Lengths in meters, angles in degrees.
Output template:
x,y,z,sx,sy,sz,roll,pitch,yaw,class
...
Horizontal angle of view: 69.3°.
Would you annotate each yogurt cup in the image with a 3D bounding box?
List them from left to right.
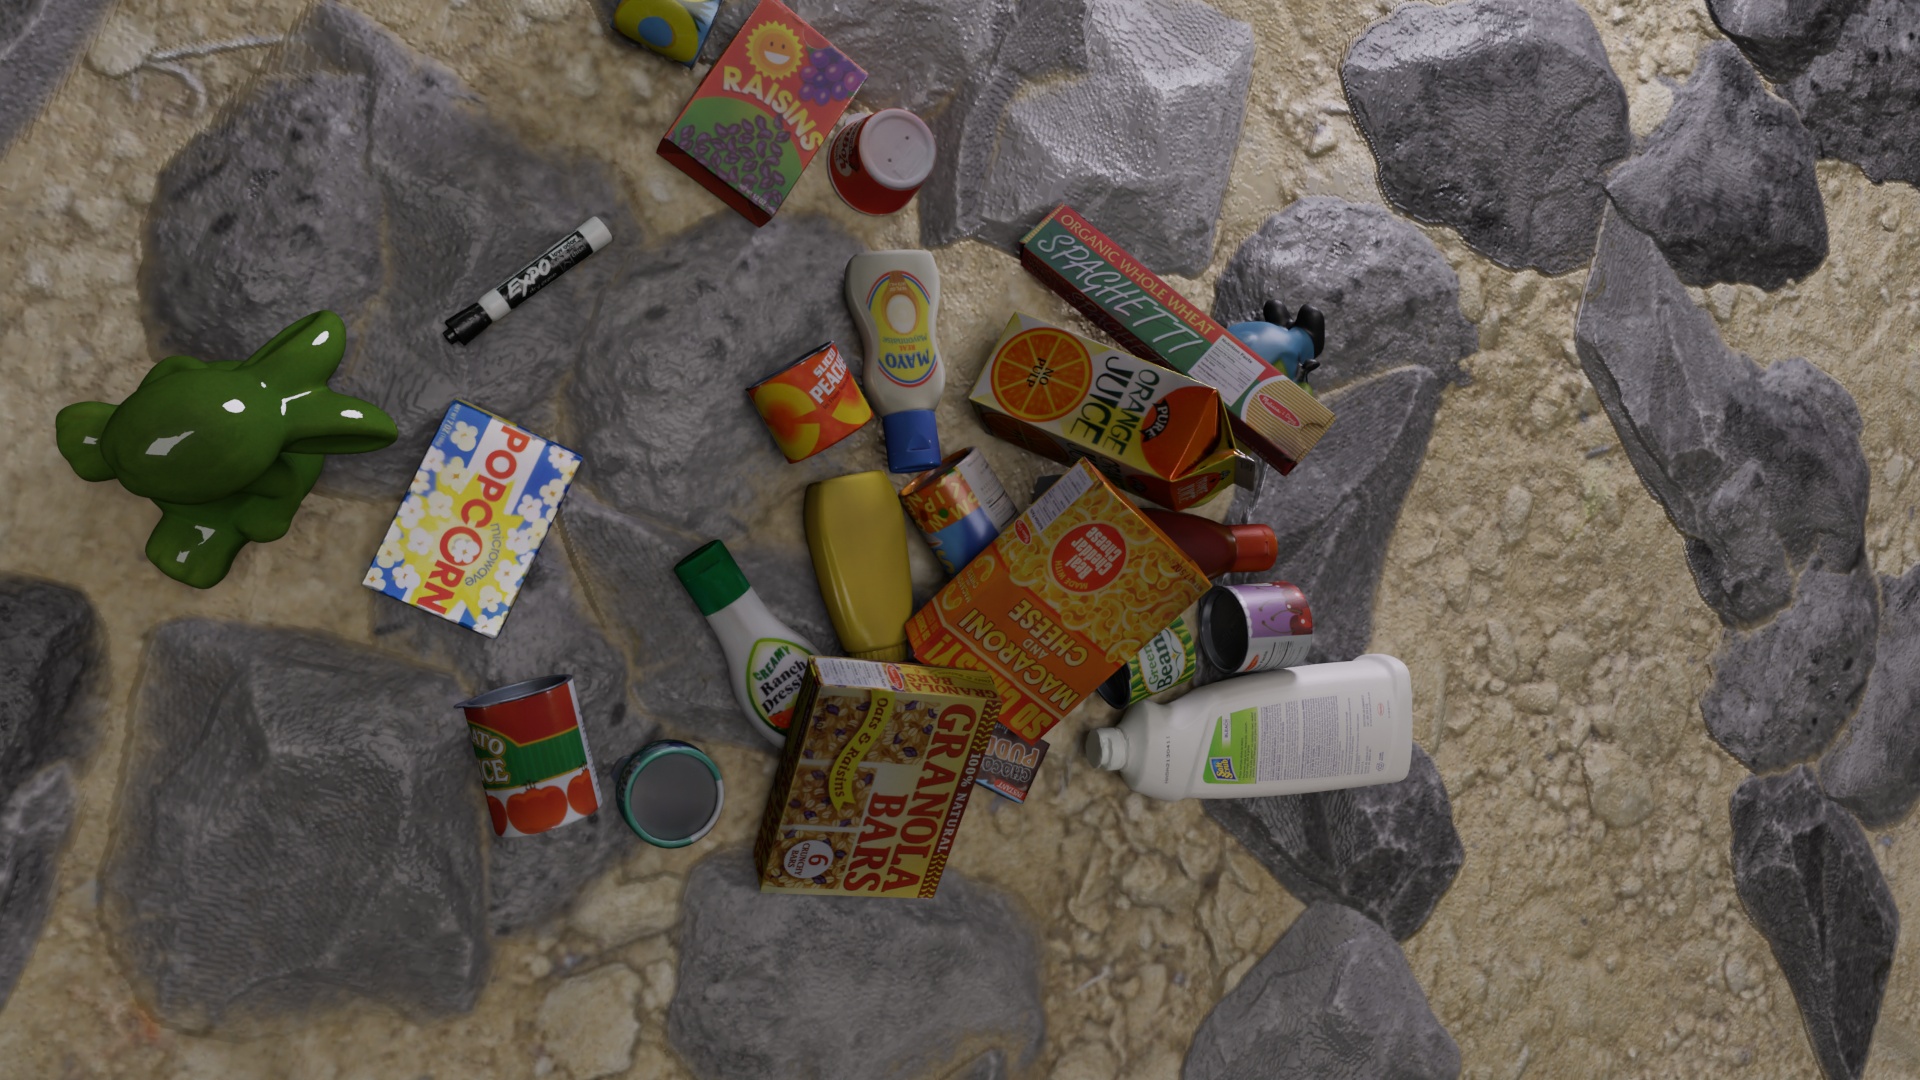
x,y,z,sx,sy,sz,roll,pitch,yaw,class
-0.051,-0.259,0.941,0.072,0.054,0.072,0,91,-21,yogurt cup

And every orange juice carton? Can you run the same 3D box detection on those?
x,y,z,sx,sy,sz,roll,pitch,yaw,class
0.110,-0.079,0.942,0.193,0.071,0.073,24,80,17,orange juice carton

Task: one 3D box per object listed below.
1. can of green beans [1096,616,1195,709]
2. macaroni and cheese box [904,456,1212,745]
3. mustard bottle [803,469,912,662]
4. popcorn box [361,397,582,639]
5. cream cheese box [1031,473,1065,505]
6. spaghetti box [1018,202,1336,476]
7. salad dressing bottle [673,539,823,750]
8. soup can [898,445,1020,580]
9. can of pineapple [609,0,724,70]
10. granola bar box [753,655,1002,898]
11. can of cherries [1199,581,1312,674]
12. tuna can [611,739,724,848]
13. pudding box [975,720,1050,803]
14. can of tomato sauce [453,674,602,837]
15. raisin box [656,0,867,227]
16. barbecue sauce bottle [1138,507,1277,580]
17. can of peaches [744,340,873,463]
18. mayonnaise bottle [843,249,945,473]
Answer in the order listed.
x,y,z,sx,sy,sz,roll,pitch,yaw,class
0.128,0.081,1.001,0.058,0.071,0.071,-19,97,-20,can of green beans
0.065,0.043,0.923,0.166,0.040,0.123,-43,120,11,macaroni and cheese box
-0.064,0.035,0.937,0.065,0.049,0.160,-11,94,-23,mustard bottle
-0.298,-0.013,0.851,0.085,0.038,0.127,26,81,-20,popcorn box
0.064,0.006,0.984,0.024,0.053,0.104,16,84,-20,cream cheese box
0.149,-0.143,0.975,0.250,0.028,0.050,41,73,11,spaghetti box
-0.133,0.070,0.912,0.064,0.044,0.147,-36,102,-16,salad dressing bottle
0.003,-0.012,0.955,0.071,0.071,0.083,-37,102,-17,soup can
-0.183,-0.344,0.882,0.058,0.071,0.071,23,82,-20,can of pineapple
-0.056,0.156,0.905,0.124,0.039,0.164,8,116,-21,granola bar box
0.220,0.062,1.039,0.058,0.071,0.071,-4,91,-21,can of cherries
-0.189,0.162,0.895,0.071,0.033,0.071,0,90,-22,tuna can
0.015,0.145,0.976,0.083,0.030,0.050,30,80,-18,pudding box
-0.263,0.131,0.849,0.071,0.071,0.083,-15,96,-21,can of tomato sauce
-0.130,-0.284,0.918,0.086,0.040,0.123,35,77,-17,raisin box
0.163,0.007,1.028,0.149,0.043,0.065,-2,90,-22,barbecue sauce bottle
-0.097,-0.091,0.913,0.071,0.071,0.058,-32,102,-18,can of peaches
-0.040,-0.121,0.942,0.065,0.041,0.148,-6,84,-16,mayonnaise bottle
